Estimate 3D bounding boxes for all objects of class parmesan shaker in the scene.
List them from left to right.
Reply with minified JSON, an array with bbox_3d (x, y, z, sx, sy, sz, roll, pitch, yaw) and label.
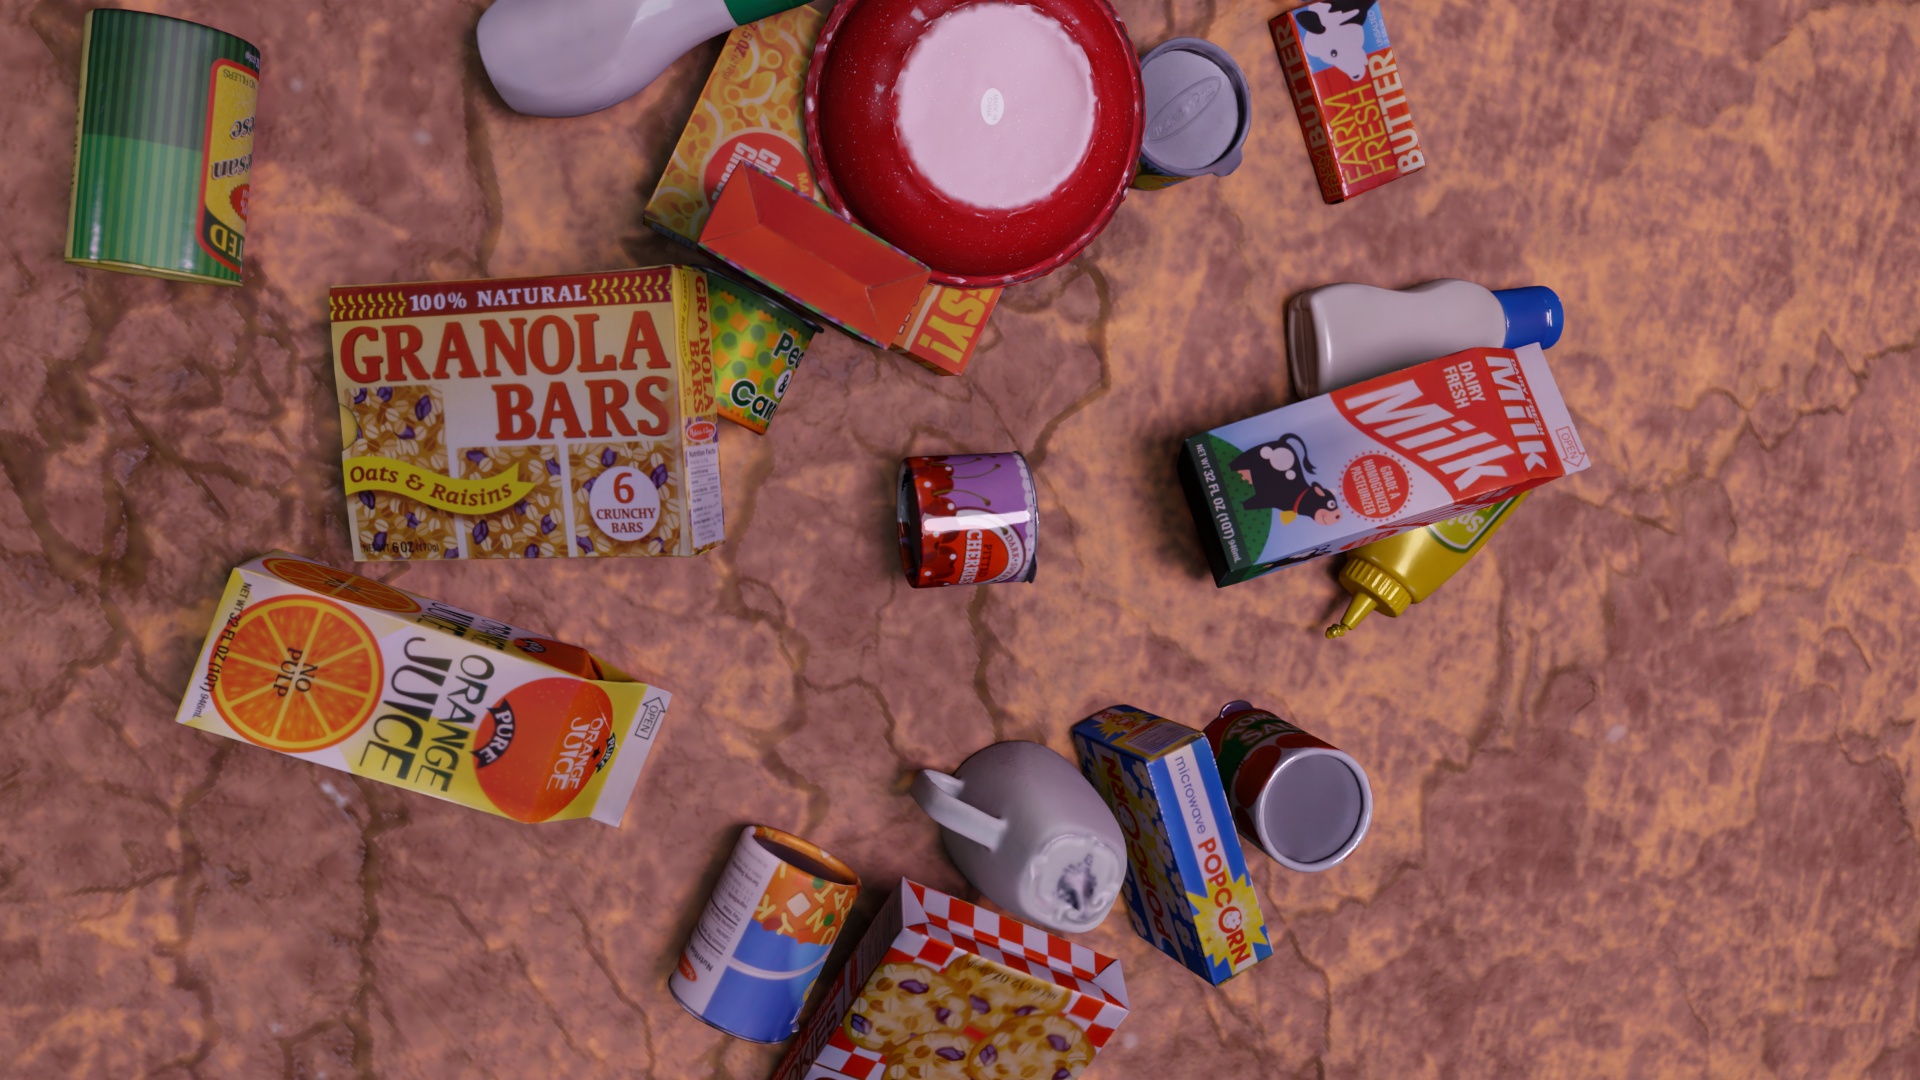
[{"bbox_3d":[-0.336,-0.163,0.586,0.071,0.071,0.103,6,94,-14],"label":"parmesan shaker"}]

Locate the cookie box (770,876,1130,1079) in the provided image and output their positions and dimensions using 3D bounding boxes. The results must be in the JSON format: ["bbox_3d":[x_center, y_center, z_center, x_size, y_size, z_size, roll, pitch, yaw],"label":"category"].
[{"bbox_3d":[-0.013,0.258,0.693,0.123,0.040,0.166,24,113,-15],"label":"cookie box"}]

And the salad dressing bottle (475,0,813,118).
[{"bbox_3d":[-0.138,-0.235,0.618,0.147,0.044,0.064,-16,82,8],"label":"salad dressing bottle"}]

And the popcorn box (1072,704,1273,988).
[{"bbox_3d":[0.108,0.154,0.718,0.038,0.085,0.126,-21,100,-19],"label":"popcorn box"}]

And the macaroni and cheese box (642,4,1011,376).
[{"bbox_3d":[-0.050,-0.171,0.672,0.166,0.040,0.123,26,90,-14],"label":"macaroni and cheese box"}]

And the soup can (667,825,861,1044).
[{"bbox_3d":[-0.093,0.193,0.685,0.071,0.071,0.084,27,89,-15],"label":"soup can"}]

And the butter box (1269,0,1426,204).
[{"bbox_3d":[0.206,-0.236,0.737,0.053,0.024,0.103,-22,100,-11],"label":"butter box"}]

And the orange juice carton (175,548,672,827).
[{"bbox_3d":[-0.236,0.072,0.633,0.193,0.073,0.072,21,90,-15],"label":"orange juice carton"}]

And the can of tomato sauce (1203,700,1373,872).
[{"bbox_3d":[0.168,0.128,0.733,0.071,0.083,0.071,-2,97,-14],"label":"can of tomato sauce"}]

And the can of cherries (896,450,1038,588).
[{"bbox_3d":[0.002,-0.009,0.685,0.058,0.071,0.071,-3,97,-13],"label":"can of cherries"}]

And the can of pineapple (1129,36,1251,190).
[{"bbox_3d":[0.104,-0.210,0.697,0.071,0.058,0.071,-1,96,-13],"label":"can of pineapple"}]

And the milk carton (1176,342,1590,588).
[{"bbox_3d":[0.212,-0.040,0.701,0.190,0.073,0.072,-18,79,3],"label":"milk carton"}]

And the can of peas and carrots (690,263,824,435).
[{"bbox_3d":[-0.107,-0.088,0.652,0.071,0.071,0.058,27,90,-15],"label":"can of peas and carrots"}]

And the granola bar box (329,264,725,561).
[{"bbox_3d":[-0.192,-0.054,0.614,0.165,0.039,0.124,-1,97,12],"label":"granola bar box"}]

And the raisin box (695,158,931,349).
[{"bbox_3d":[-0.067,-0.120,0.588,0.086,0.123,0.040,27,94,-14],"label":"raisin box"}]

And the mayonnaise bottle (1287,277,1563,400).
[{"bbox_3d":[0.252,-0.112,0.753,0.148,0.041,0.064,-9,98,-14],"label":"mayonnaise bottle"}]

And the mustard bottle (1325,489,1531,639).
[{"bbox_3d":[0.252,-0.007,0.758,0.065,0.049,0.160,38,86,-9],"label":"mustard bottle"}]
